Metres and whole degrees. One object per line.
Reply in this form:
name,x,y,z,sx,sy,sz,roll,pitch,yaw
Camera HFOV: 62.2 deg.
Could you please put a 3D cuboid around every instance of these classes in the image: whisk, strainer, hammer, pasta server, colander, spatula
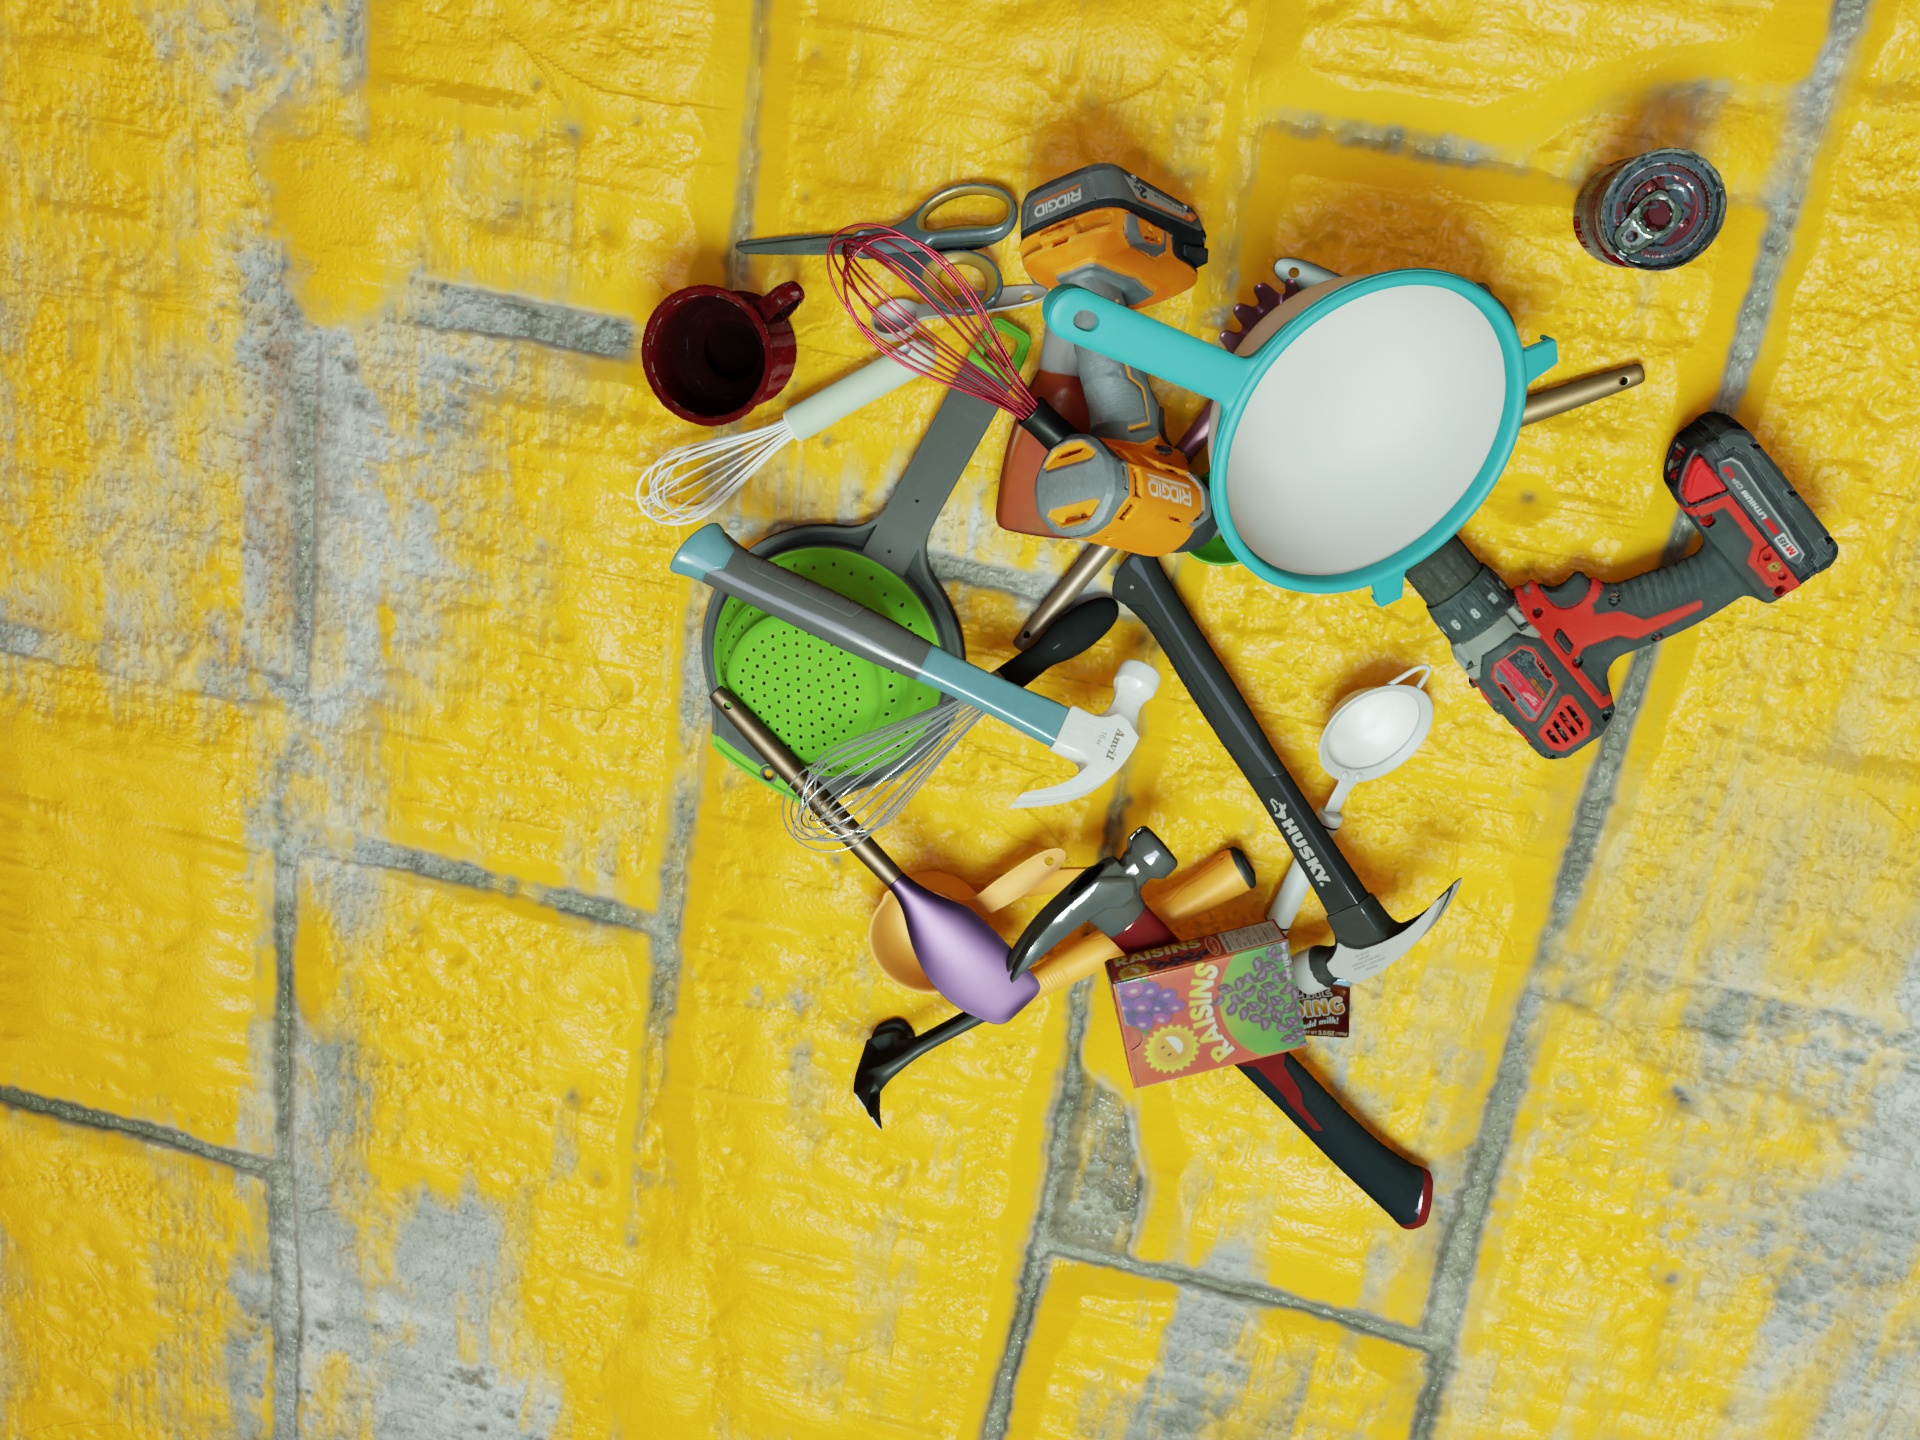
whisk,-0.125,-0.205,1.133,0.246,0.058,0.059,-26,134,15
strainer,0.180,-0.205,0.957,0.340,0.095,0.211,14,118,-29
hammer,0.204,0.252,1.155,0.143,0.038,0.386,-42,106,7
hammer,-0.036,-0.046,1.065,0.331,0.033,0.128,26,70,-2
pasta server,0.134,-0.165,1.092,0.060,0.040,0.316,47,112,17
colander,-0.065,-0.100,1.121,0.204,0.094,0.397,31,110,1
strainer,0.263,0.061,1.132,0.086,0.050,0.258,7,118,-25
hammer,0.208,0.025,1.097,0.146,0.035,0.335,-36,85,46
whisk,0.031,-0.214,1.033,0.295,0.073,0.073,39,111,-19
whisk,-0.002,-0.004,1.102,0.284,0.070,0.070,-36,98,-14
spatula,-0.065,0.095,1.123,0.060,0.018,0.316,-42,96,2
hammer,0.068,0.191,1.180,0.337,0.127,0.034,-31,99,12

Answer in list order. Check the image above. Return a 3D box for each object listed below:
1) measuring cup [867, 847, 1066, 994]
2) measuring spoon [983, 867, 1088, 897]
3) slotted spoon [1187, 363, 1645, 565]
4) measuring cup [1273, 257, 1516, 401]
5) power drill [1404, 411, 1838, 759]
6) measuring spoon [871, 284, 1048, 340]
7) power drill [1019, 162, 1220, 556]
measuring cup,0.011,0.136,1.201,0.173,0.052,0.095,-34,97,17
measuring spoon,0.074,0.123,1.204,0.117,0.011,0.021,-8,105,14
slotted spoon,0.295,-0.177,1.062,0.314,0.031,0.070,-18,108,14
measuring cup,0.280,-0.262,1.031,0.167,0.038,0.083,24,110,1
power drill,0.416,-0.104,1.035,0.226,0.080,0.188,-39,95,22
measuring spoon,0.000,-0.280,1.095,0.124,0.034,0.018,-7,146,8
power drill,0.111,-0.216,1.008,0.084,0.164,0.226,-10,80,39
